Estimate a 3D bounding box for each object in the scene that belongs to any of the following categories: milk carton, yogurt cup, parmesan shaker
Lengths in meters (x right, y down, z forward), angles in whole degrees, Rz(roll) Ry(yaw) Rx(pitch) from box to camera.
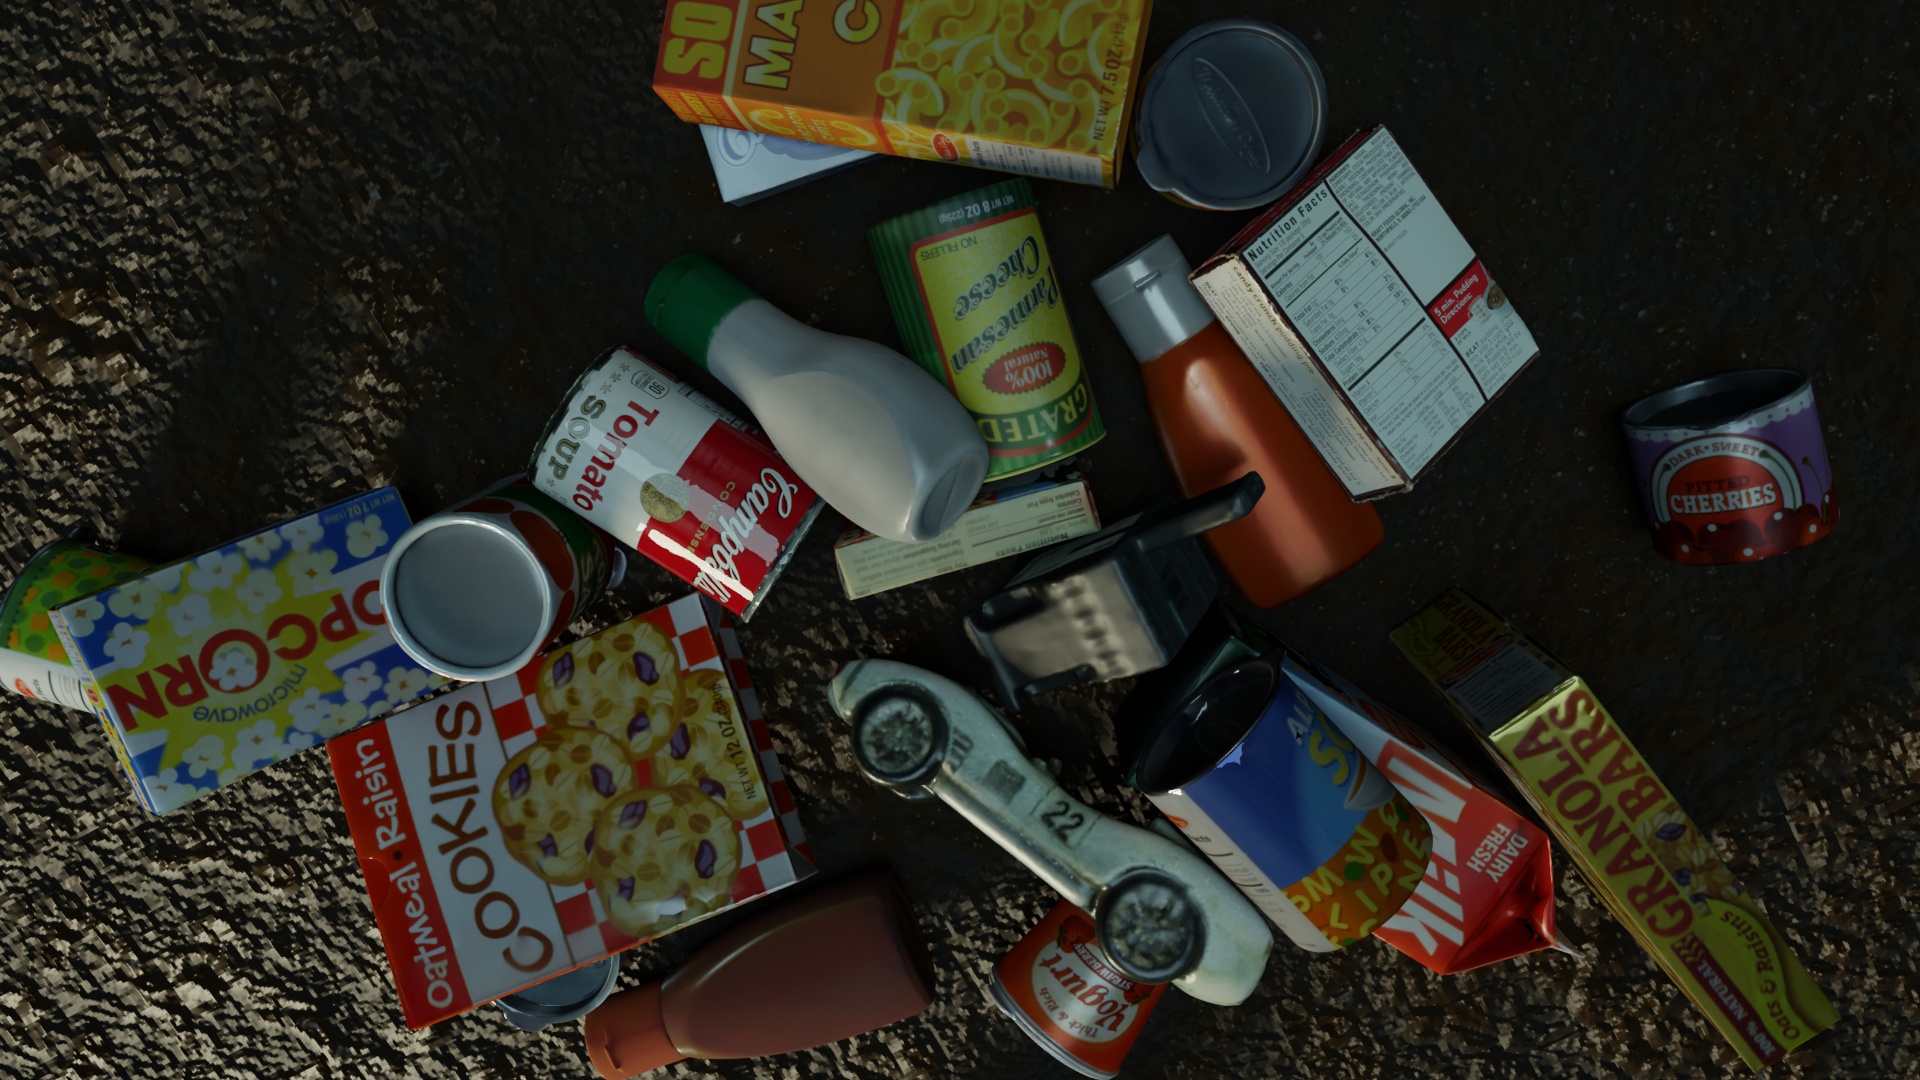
[{"bbox_3d":[0.162,0.106,0.565,0.190,0.072,0.073,32,101,-6],"label":"milk carton"},{"bbox_3d":[0.054,0.185,0.590,0.072,0.072,0.054,37,93,-6],"label":"yogurt cup"},{"bbox_3d":[0.007,-0.079,0.531,0.071,0.071,0.103,-17,101,5],"label":"parmesan shaker"}]

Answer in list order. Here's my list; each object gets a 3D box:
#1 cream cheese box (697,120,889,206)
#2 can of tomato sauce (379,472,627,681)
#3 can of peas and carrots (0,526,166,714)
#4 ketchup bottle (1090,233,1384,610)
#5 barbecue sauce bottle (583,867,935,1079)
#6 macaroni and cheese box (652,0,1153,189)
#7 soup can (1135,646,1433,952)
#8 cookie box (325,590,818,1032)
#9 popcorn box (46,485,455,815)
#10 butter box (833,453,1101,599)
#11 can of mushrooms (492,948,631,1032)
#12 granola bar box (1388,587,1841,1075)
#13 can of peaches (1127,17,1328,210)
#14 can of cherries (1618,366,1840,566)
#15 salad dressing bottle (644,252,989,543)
[{"bbox_3d":[-0.050,-0.170,0.536,0.104,0.024,0.053,-17,100,5],"label":"cream cheese box"},{"bbox_3d":[-0.178,0.013,0.548,0.071,0.083,0.071,0,102,2],"label":"can of tomato sauce"},{"bbox_3d":[-0.343,0.036,0.567,0.059,0.071,0.070,16,102,-3],"label":"can of peas and carrots"},{"bbox_3d":[0.105,-0.049,0.548,0.064,0.043,0.148,-32,99,6],"label":"ketchup bottle"},{"bbox_3d":[-0.089,0.195,0.606,0.148,0.044,0.064,-21,101,6],"label":"barbecue sauce bottle"},{"bbox_3d":[-0.015,-0.202,0.494,0.166,0.040,0.123,11,87,7],"label":"macaroni and cheese box"},{"bbox_3d":[0.117,0.091,0.493,0.071,0.071,0.083,-44,98,10],"label":"soup can"},{"bbox_3d":[-0.159,0.109,0.566,0.167,0.040,0.123,-22,80,3],"label":"cookie box"},{"bbox_3d":[-0.269,0.039,0.544,0.127,0.038,0.085,-27,104,-34],"label":"popcorn box"},{"bbox_3d":[0.002,-0.007,0.555,0.103,0.053,0.024,-16,104,5],"label":"butter box"},{"bbox_3d":[-0.179,0.175,0.608,0.071,0.033,0.071,0,102,1],"label":"can of mushrooms"},{"bbox_3d":[0.246,0.103,0.536,0.039,0.124,0.165,-39,99,9],"label":"granola bar box"},{"bbox_3d":[0.095,-0.156,0.518,0.071,0.058,0.071,0,103,1],"label":"can of peaches"},{"bbox_3d":[0.295,-0.028,0.534,0.071,0.071,0.058,-18,102,5],"label":"can of cherries"},{"bbox_3d":[-0.057,-0.057,0.521,0.148,0.044,0.064,37,131,22],"label":"salad dressing bottle"}]
